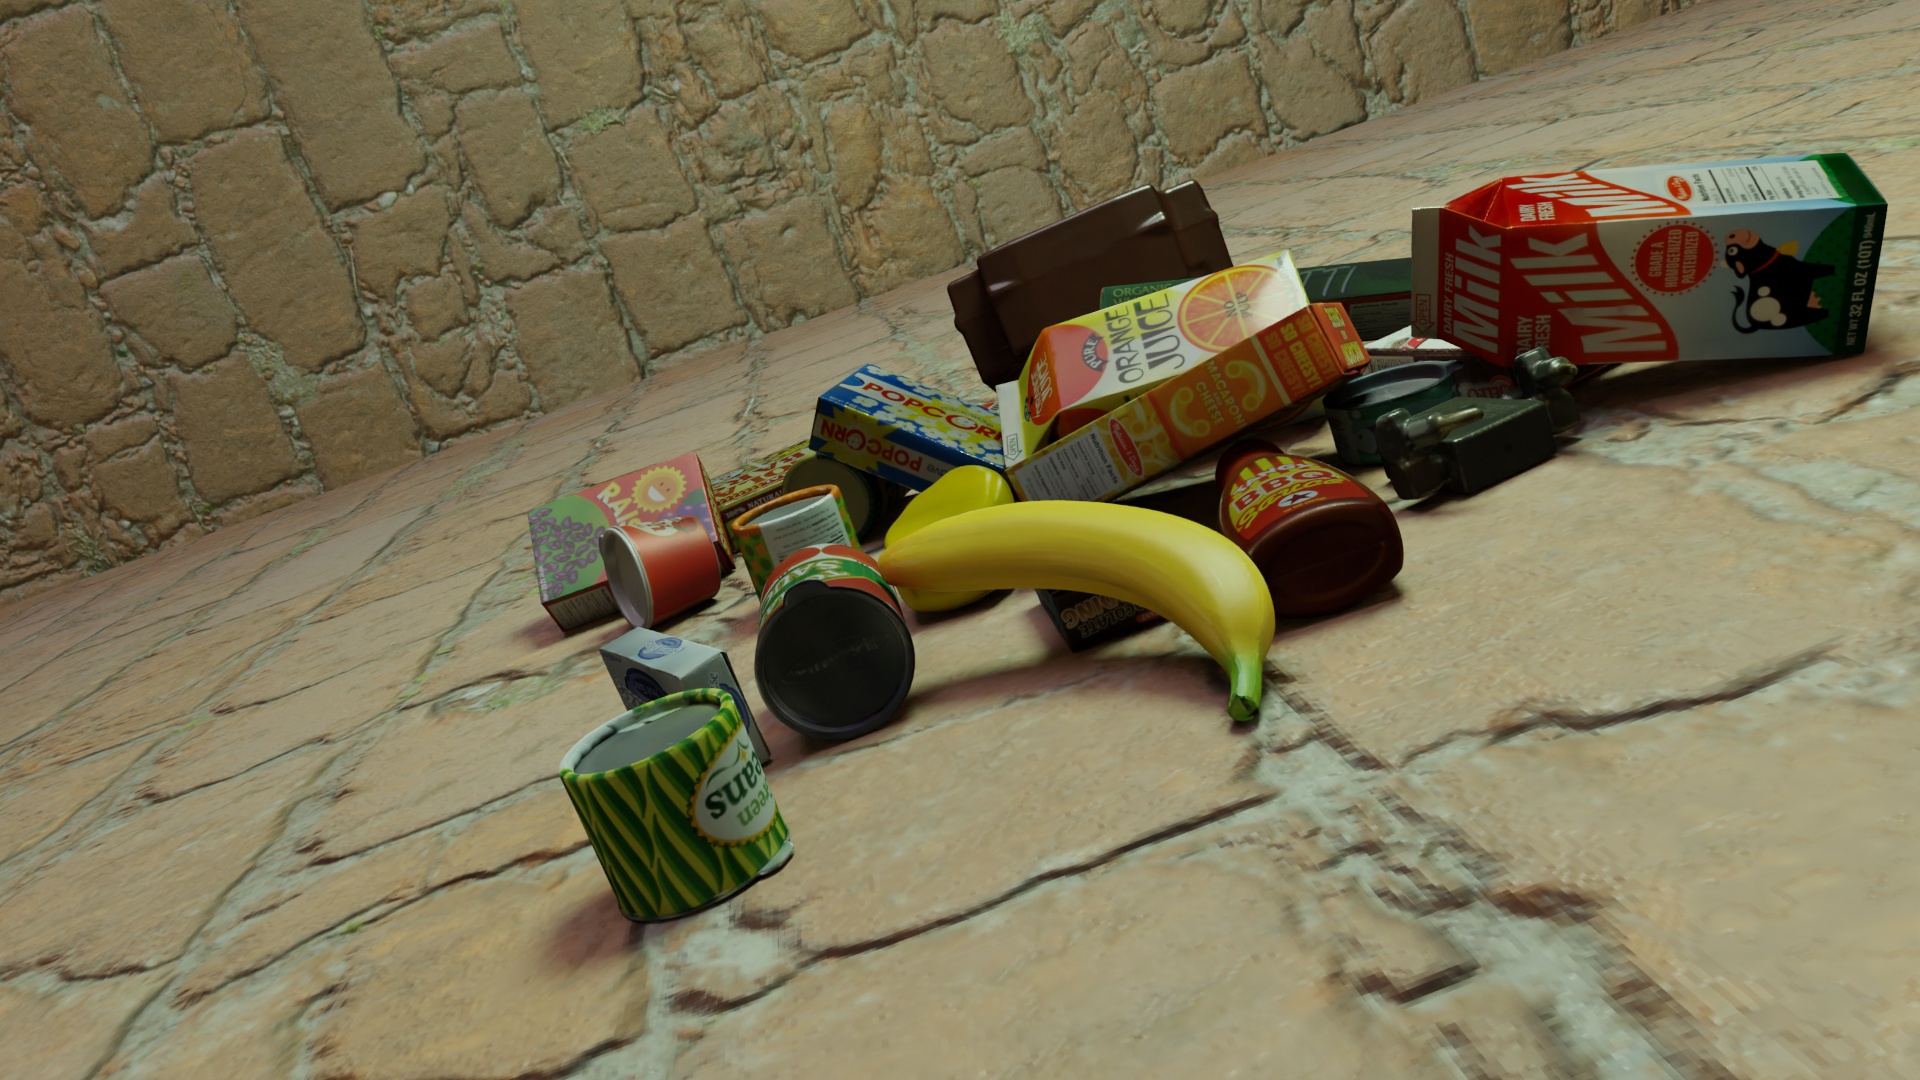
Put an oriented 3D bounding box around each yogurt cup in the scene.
[{"bbox_3d":[-0.186,0.017,0.869,0.054,0.072,0.072,-19,12,-30],"label":"yogurt cup"}]

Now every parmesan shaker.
[{"bbox_3d":[-0.071,-0.040,0.929,0.071,0.071,0.103,-13,17,22],"label":"parmesan shaker"}]

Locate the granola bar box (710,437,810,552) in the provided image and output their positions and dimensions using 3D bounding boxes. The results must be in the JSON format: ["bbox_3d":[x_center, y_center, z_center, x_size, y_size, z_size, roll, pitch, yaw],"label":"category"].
[{"bbox_3d":[-0.117,-0.048,1.058,0.166,0.039,0.124,-24,16,-17],"label":"granola bar box"}]

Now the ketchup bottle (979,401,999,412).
[{"bbox_3d":[0.066,-0.078,0.929,0.148,0.043,0.065,-7,20,37],"label":"ketchup bottle"}]

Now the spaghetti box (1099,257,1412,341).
[{"bbox_3d":[0.212,-0.144,0.864,0.250,0.029,0.050,-4,-28,10],"label":"spaghetti box"}]

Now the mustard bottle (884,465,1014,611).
[{"bbox_3d":[0.003,-0.009,0.753,0.065,0.048,0.161,-15,15,14],"label":"mustard bottle"}]

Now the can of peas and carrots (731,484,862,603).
[{"bbox_3d":[-0.092,0.006,0.797,0.071,0.058,0.071,-18,15,5],"label":"can of peas and carrots"}]

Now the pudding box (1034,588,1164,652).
[{"bbox_3d":[0.060,0.017,0.623,0.050,0.030,0.084,-21,15,-2],"label":"pudding box"}]

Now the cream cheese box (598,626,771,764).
[{"bbox_3d":[-0.124,0.071,0.616,0.024,0.053,0.104,-30,18,-28],"label":"cream cheese box"}]

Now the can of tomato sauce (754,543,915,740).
[{"bbox_3d":[-0.058,0.040,0.611,0.071,0.071,0.083,-20,14,-2],"label":"can of tomato sauce"}]

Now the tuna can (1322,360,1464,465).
[{"bbox_3d":[0.223,-0.066,0.706,0.071,0.032,0.071,-18,15,5],"label":"tuna can"}]

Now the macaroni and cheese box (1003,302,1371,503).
[{"bbox_3d":[0.119,-0.063,0.703,0.166,0.040,0.124,-28,-2,23],"label":"macaroni and cheese box"}]

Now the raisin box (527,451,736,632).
[{"bbox_3d":[-0.224,0.000,0.943,0.123,0.040,0.086,-20,53,-3],"label":"raisin box"}]

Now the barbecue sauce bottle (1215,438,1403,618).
[{"bbox_3d":[0.140,-0.011,0.599,0.065,0.043,0.149,-20,14,6],"label":"barbecue sauce bottle"}]

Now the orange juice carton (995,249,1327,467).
[{"bbox_3d":[0.114,-0.096,0.823,0.192,0.072,0.072,-16,51,11],"label":"orange juice carton"}]

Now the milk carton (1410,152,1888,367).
[{"bbox_3d":[0.312,-0.130,0.653,0.190,0.072,0.074,1,32,18],"label":"milk carton"}]

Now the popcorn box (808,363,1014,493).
[{"bbox_3d":[-0.021,-0.065,0.879,0.127,0.038,0.085,22,27,10],"label":"popcorn box"}]

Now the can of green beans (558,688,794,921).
[{"bbox_3d":[-0.103,0.093,0.501,0.071,0.057,0.071,-18,15,5],"label":"can of green beans"}]
